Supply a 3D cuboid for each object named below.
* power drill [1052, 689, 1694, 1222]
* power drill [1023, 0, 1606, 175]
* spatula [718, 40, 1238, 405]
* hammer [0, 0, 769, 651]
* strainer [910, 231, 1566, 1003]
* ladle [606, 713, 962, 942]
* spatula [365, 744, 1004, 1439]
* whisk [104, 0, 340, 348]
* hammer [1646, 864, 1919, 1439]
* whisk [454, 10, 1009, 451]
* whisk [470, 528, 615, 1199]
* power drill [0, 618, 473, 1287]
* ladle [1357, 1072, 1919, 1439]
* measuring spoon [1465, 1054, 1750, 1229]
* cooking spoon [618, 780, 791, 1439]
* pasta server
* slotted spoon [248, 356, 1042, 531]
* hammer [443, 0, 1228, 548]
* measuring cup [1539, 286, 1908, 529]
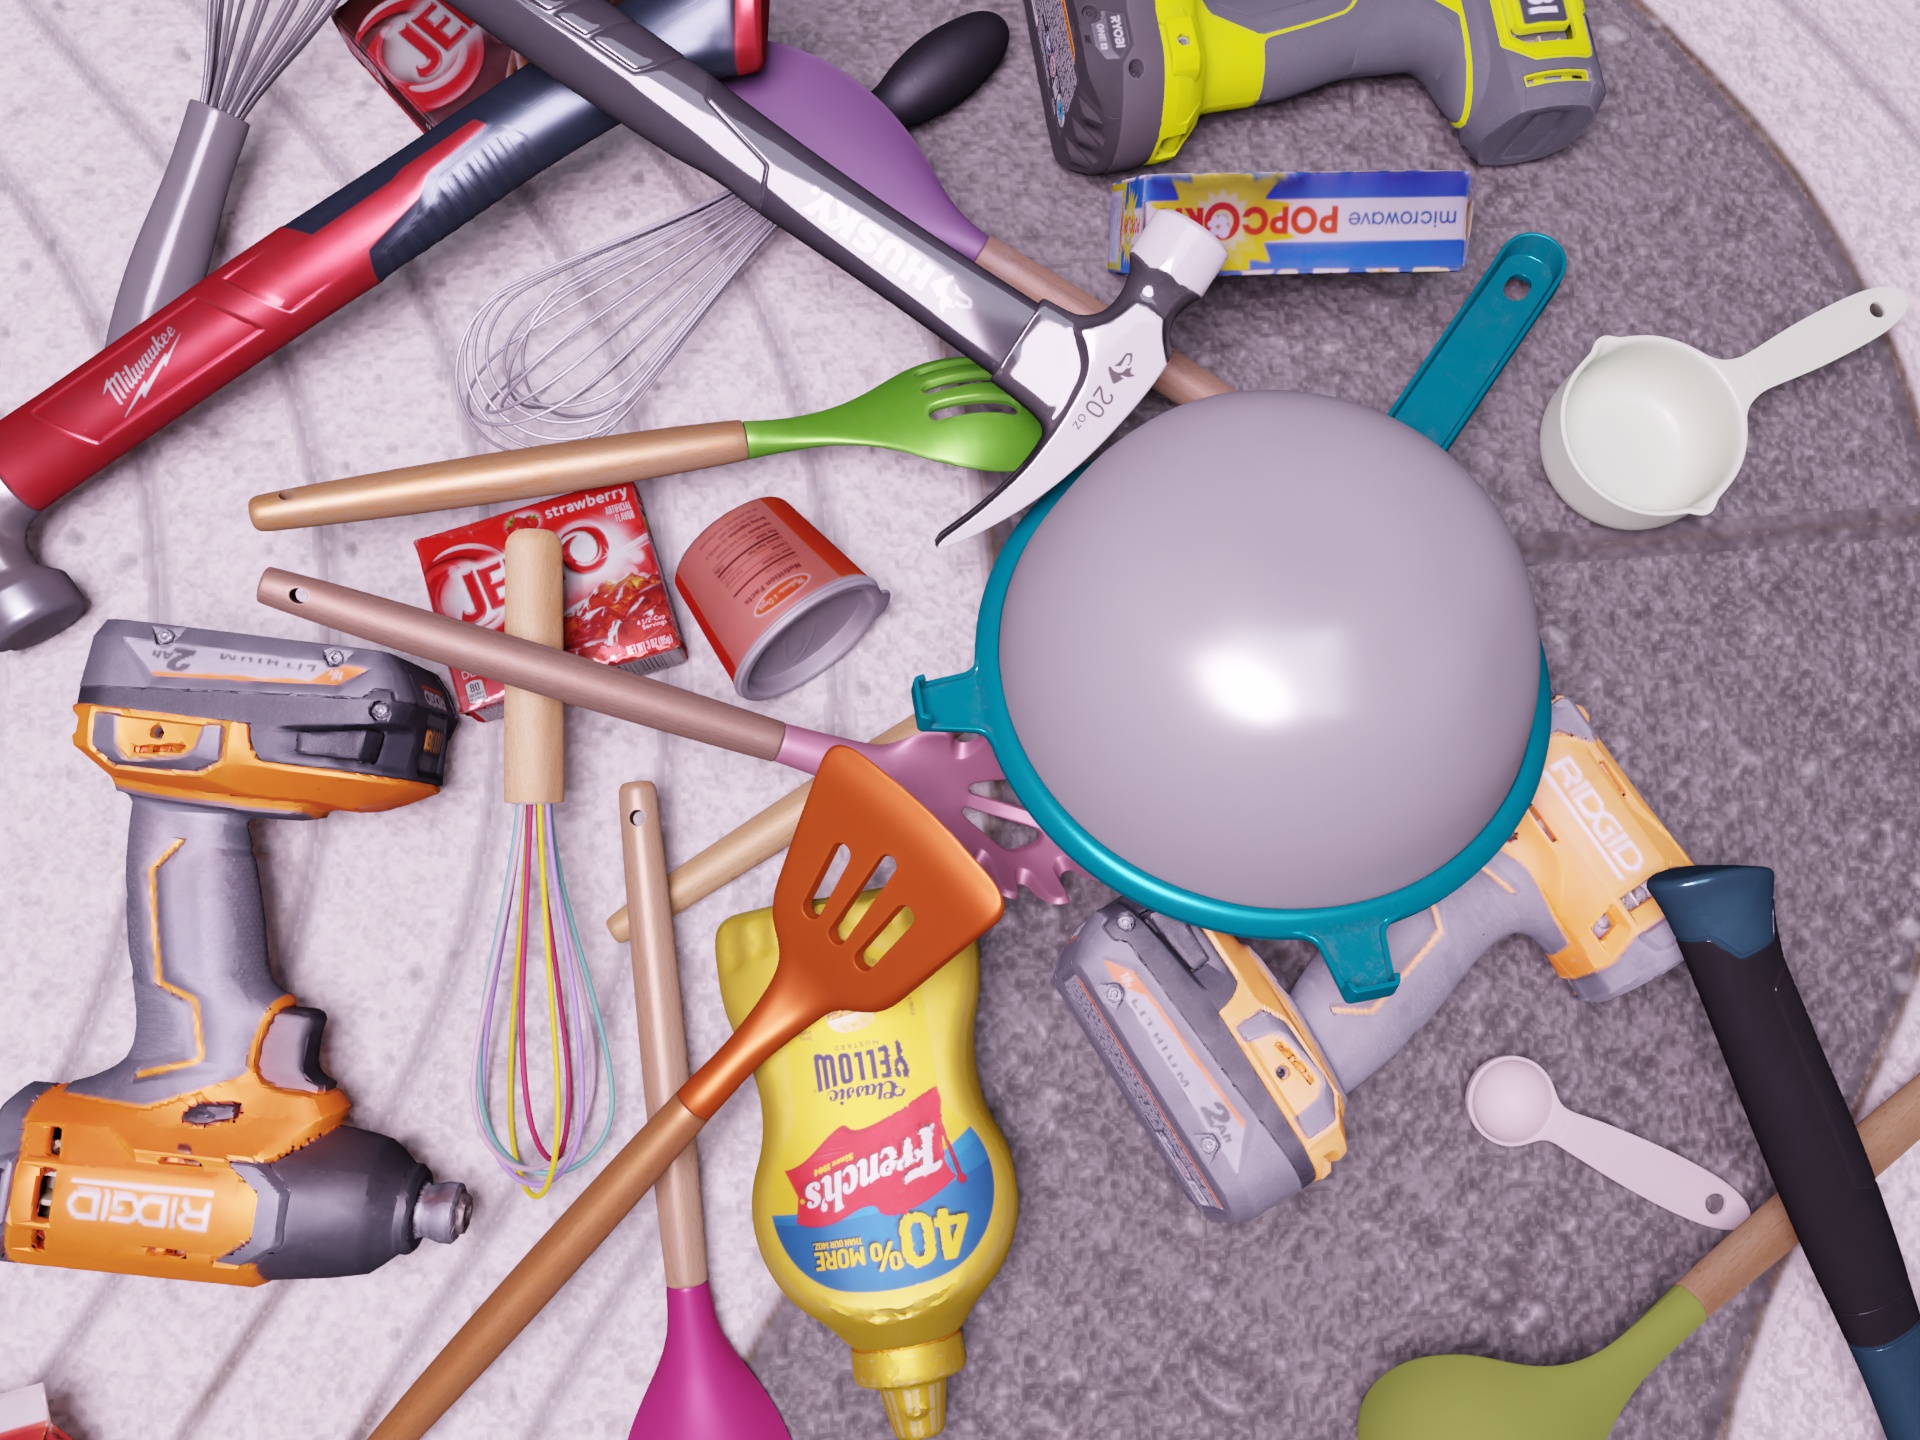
[{"bbox_3d":[0.145,0.056,0.597,0.226,0.084,0.185,-30,79,-11],"label":"power drill"},{"bbox_3d":[0.143,-0.314,0.665,0.223,0.080,0.171,-9,81,-8],"label":"power drill"},{"bbox_3d":[0.031,-0.175,0.636,0.316,0.018,0.060,31,81,-7],"label":"spatula"},{"bbox_3d":[-0.244,-0.189,0.597,0.386,0.038,0.143,-33,95,2],"label":"hammer"},{"bbox_3d":[0.148,-0.086,0.569,0.211,0.095,0.340,32,68,13],"label":"strainer"},{"bbox_3d":[-0.001,-0.002,0.625,0.315,0.031,0.069,-32,85,-6],"label":"ladle"},{"bbox_3d":[-0.112,0.150,0.548,0.081,0.041,0.322,43,96,15],"label":"spatula"},{"bbox_3d":[-0.289,-0.237,0.628,0.055,0.055,0.239,23,96,2],"label":"whisk"},{"bbox_3d":[0.321,0.200,0.560,0.128,0.033,0.331,-24,93,-17],"label":"hammer"},{"bbox_3d":[-0.086,-0.207,0.645,0.284,0.070,0.070,-42,84,-13],"label":"whisk"},{"bbox_3d":[-0.154,0.052,0.584,0.051,0.047,0.245,0,89,-6],"label":"whisk"},{"bbox_3d":[-0.247,0.087,0.573,0.164,0.084,0.226,7,84,-2],"label":"power drill"},{"bbox_3d":[0.283,0.197,0.595,0.320,0.062,0.078,-33,98,-13],"label":"ladle"},{"bbox_3d":[0.249,0.165,0.615,0.124,0.018,0.034,27,87,-4],"label":"measuring spoon"},{"bbox_3d":[-0.103,0.181,0.584,0.068,0.017,0.319,-7,85,-4],"label":"cooking spoon"},{"bbox_3d":[-0.090,0.000,0.572,0.316,0.040,0.060,18,87,-14],"label":"pasta server"},{"bbox_3d":[-0.108,-0.103,0.611,0.313,0.031,0.070,-11,48,-11],"label":"slotted spoon"},{"bbox_3d":[-0.081,-0.197,0.564,0.334,0.035,0.146,33,98,-8],"label":"hammer"},{"bbox_3d":[0.316,-0.135,0.659,0.167,0.038,0.083,-27,82,-9],"label":"measuring cup"}]
